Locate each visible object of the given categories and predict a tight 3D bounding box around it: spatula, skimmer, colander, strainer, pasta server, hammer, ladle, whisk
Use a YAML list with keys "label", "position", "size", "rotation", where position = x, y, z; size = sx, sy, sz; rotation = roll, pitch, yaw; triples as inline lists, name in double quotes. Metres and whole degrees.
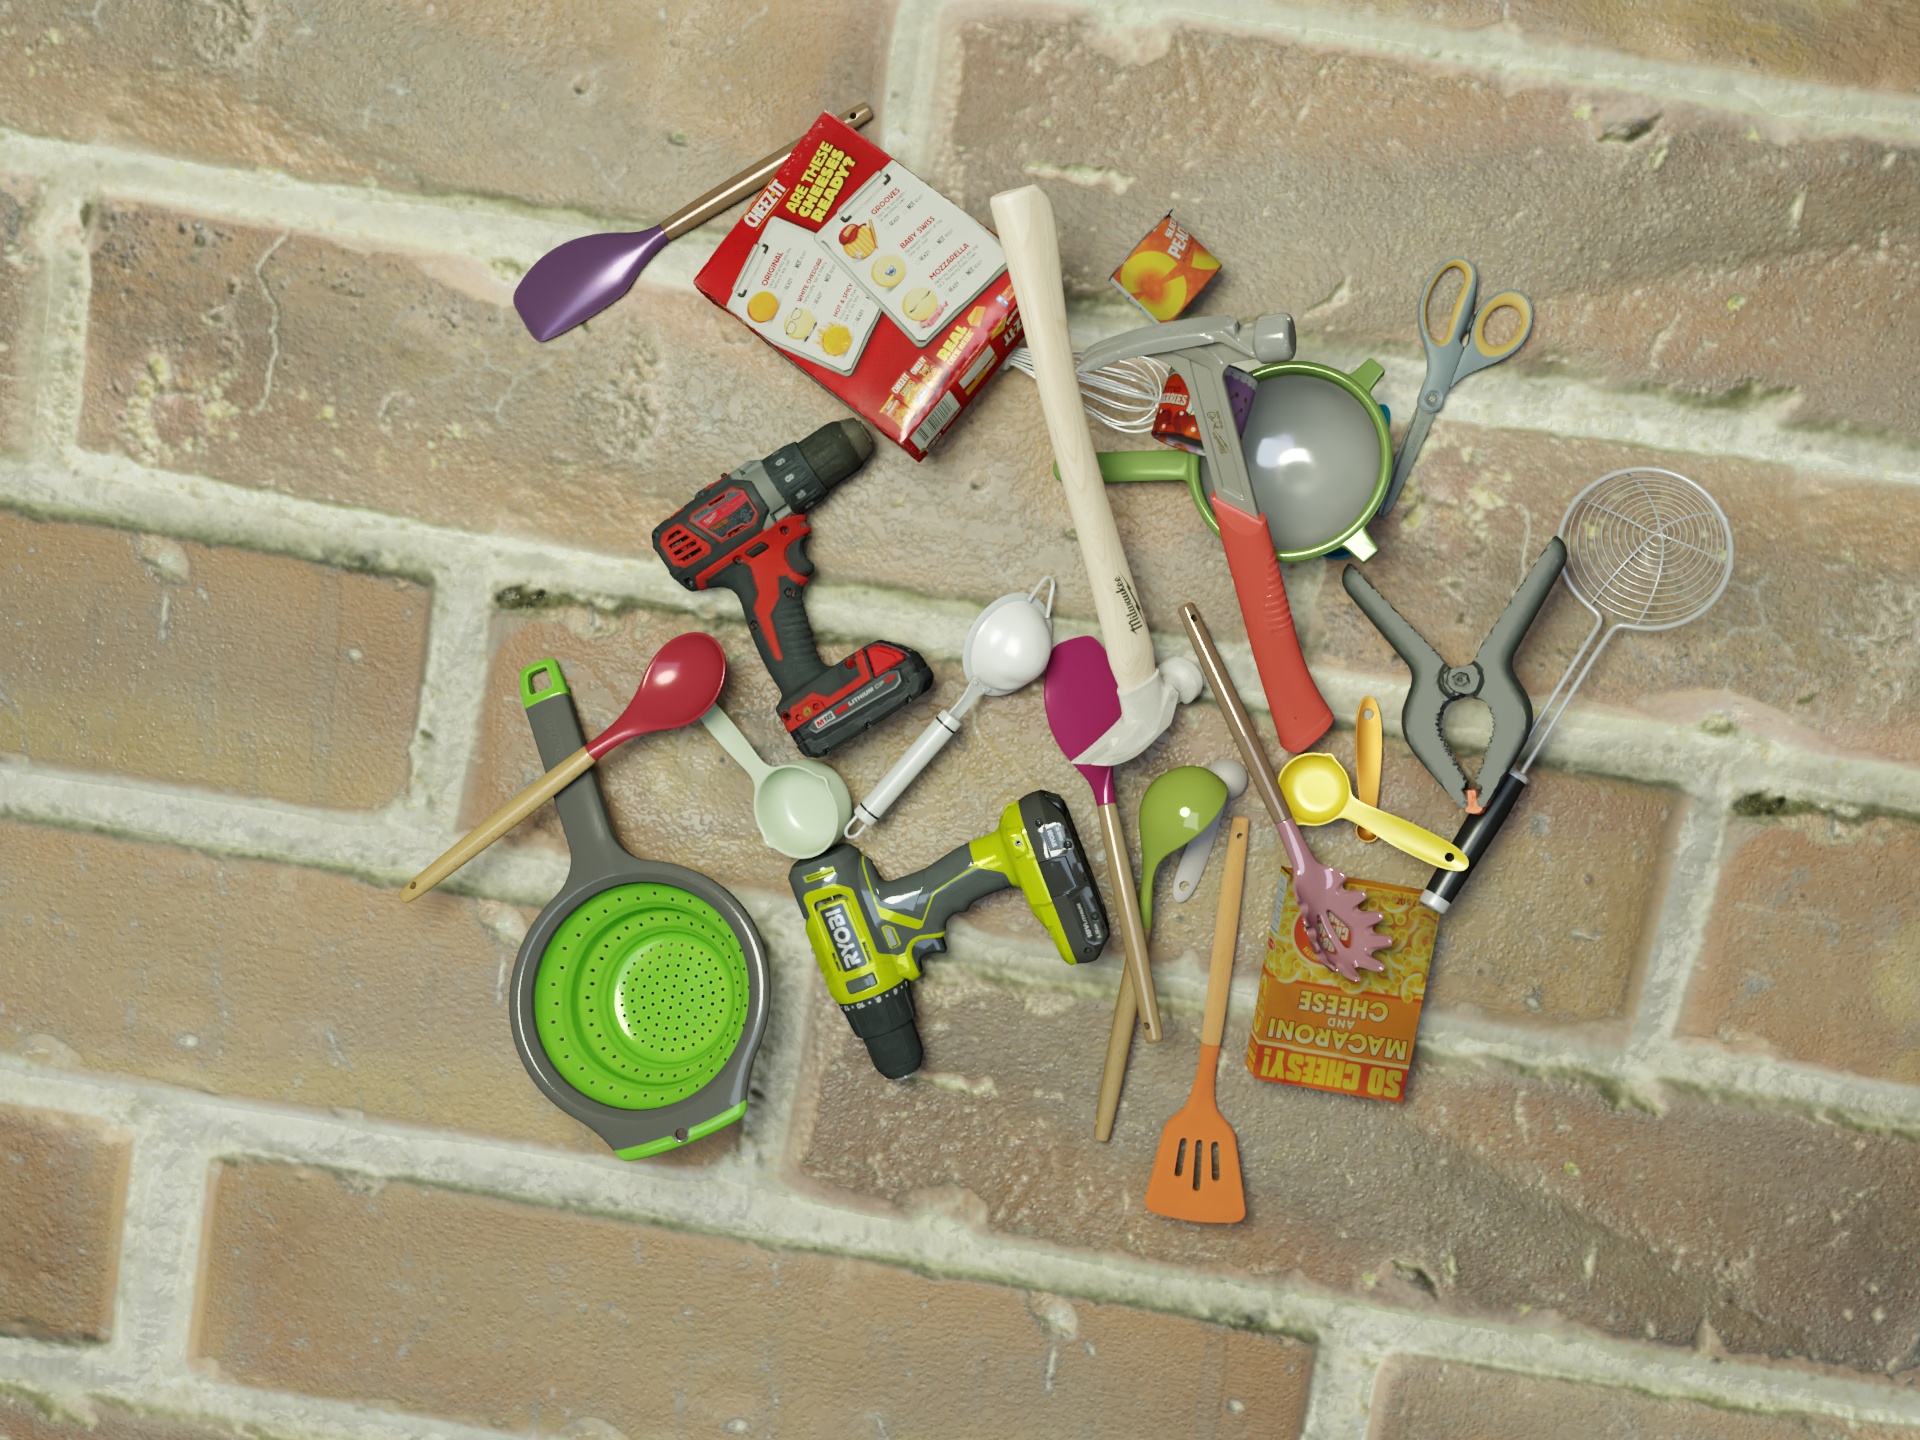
- label: "spatula"
  position: [-0.208, -0.393, 1.230]
  size: [0.316, 0.018, 0.060]
  rotation: [-29, 93, 5]
- label: "skimmer"
  position: [0.446, -0.017, 1.199]
  size: [0.127, 0.090, 0.363]
  rotation: [32, 90, 24]
- label: "colander"
  position: [-0.267, 0.141, 1.262]
  size: [0.204, 0.094, 0.397]
  rotation: [-21, 77, 3]
- label: "strainer"
  position: [-0.002, -0.004, 1.234]
  size: [0.258, 0.050, 0.086]
  rotation: [-49, 133, 4]
- label: "pasta server"
  position: [0.241, 0.051, 1.227]
  size: [0.060, 0.040, 0.316]
  rotation: [-22, 83, -14]
- label: "strainer"
  position: [0.202, -0.192, 1.223]
  size: [0.256, 0.069, 0.151]
  rotation: [1, 87, 19]
- label: "hammer"
  position: [0.083, -0.169, 1.137]
  size: [0.038, 0.146, 0.410]
  rotation: [1, 117, 39]
- label: "ladle"
  position: [0.152, 0.189, 1.263]
  size: [0.062, 0.078, 0.320]
  rotation: [7, 103, -9]
- label: "whisk"
  position: [0.045, -0.277, 1.212]
  size: [0.246, 0.058, 0.059]
  rotation: [20, 115, 9]
- label: "hammer"
  position: [0.201, -0.123, 1.158]
  size: [0.149, 0.037, 0.358]
  rotation: [-3, 128, 27]
- label: "spatula"
  position: [0.205, 0.238, 1.272]
  size: [0.081, 0.041, 0.322]
  rotation: [7, 95, 2]
- label: "ladle"
  position: [-0.305, 0.042, 1.224]
  size: [0.315, 0.031, 0.069]
  rotation: [-37, 65, 1]

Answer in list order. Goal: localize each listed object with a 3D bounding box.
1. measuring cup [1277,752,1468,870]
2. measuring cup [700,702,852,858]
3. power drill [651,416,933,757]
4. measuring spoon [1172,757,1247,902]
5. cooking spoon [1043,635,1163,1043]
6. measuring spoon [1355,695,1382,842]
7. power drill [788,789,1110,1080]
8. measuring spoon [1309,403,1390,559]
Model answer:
- label: "measuring cup"
  position: [0.321, 0.076, 1.235]
  size: [0.156, 0.029, 0.062]
  rotation: [28, 100, 17]
- label: "measuring cup"
  position: [-0.152, 0.035, 1.264]
  size: [0.168, 0.038, 0.083]
  rotation: [48, 117, 10]
- label: "power drill"
  position: [-0.107, -0.105, 1.231]
  size: [0.188, 0.080, 0.226]
  rotation: [-33, 91, 4]
- label: "measuring spoon"
  position: [0.196, 0.089, 1.267]
  size: [0.034, 0.018, 0.124]
  rotation: [20, 97, -1]
- label: "cooking spoon"
  position: [0.118, 0.091, 1.235]
  size: [0.069, 0.017, 0.319]
  rotation: [-15, 81, 31]
- label: "measuring spoon"
  position: [0.324, 0.039, 1.264]
  size: [0.021, 0.011, 0.117]
  rotation: [0, 92, 3]
- label: "power drill"
  position: [-0.003, 0.167, 1.254]
  size: [0.228, 0.080, 0.190]
  rotation: [-21, 95, 6]
- label: "measuring spoon"
  position: [0.306, -0.185, 1.240]
  size: [0.042, 0.021, 0.128]
  rotation: [22, 87, 0]
